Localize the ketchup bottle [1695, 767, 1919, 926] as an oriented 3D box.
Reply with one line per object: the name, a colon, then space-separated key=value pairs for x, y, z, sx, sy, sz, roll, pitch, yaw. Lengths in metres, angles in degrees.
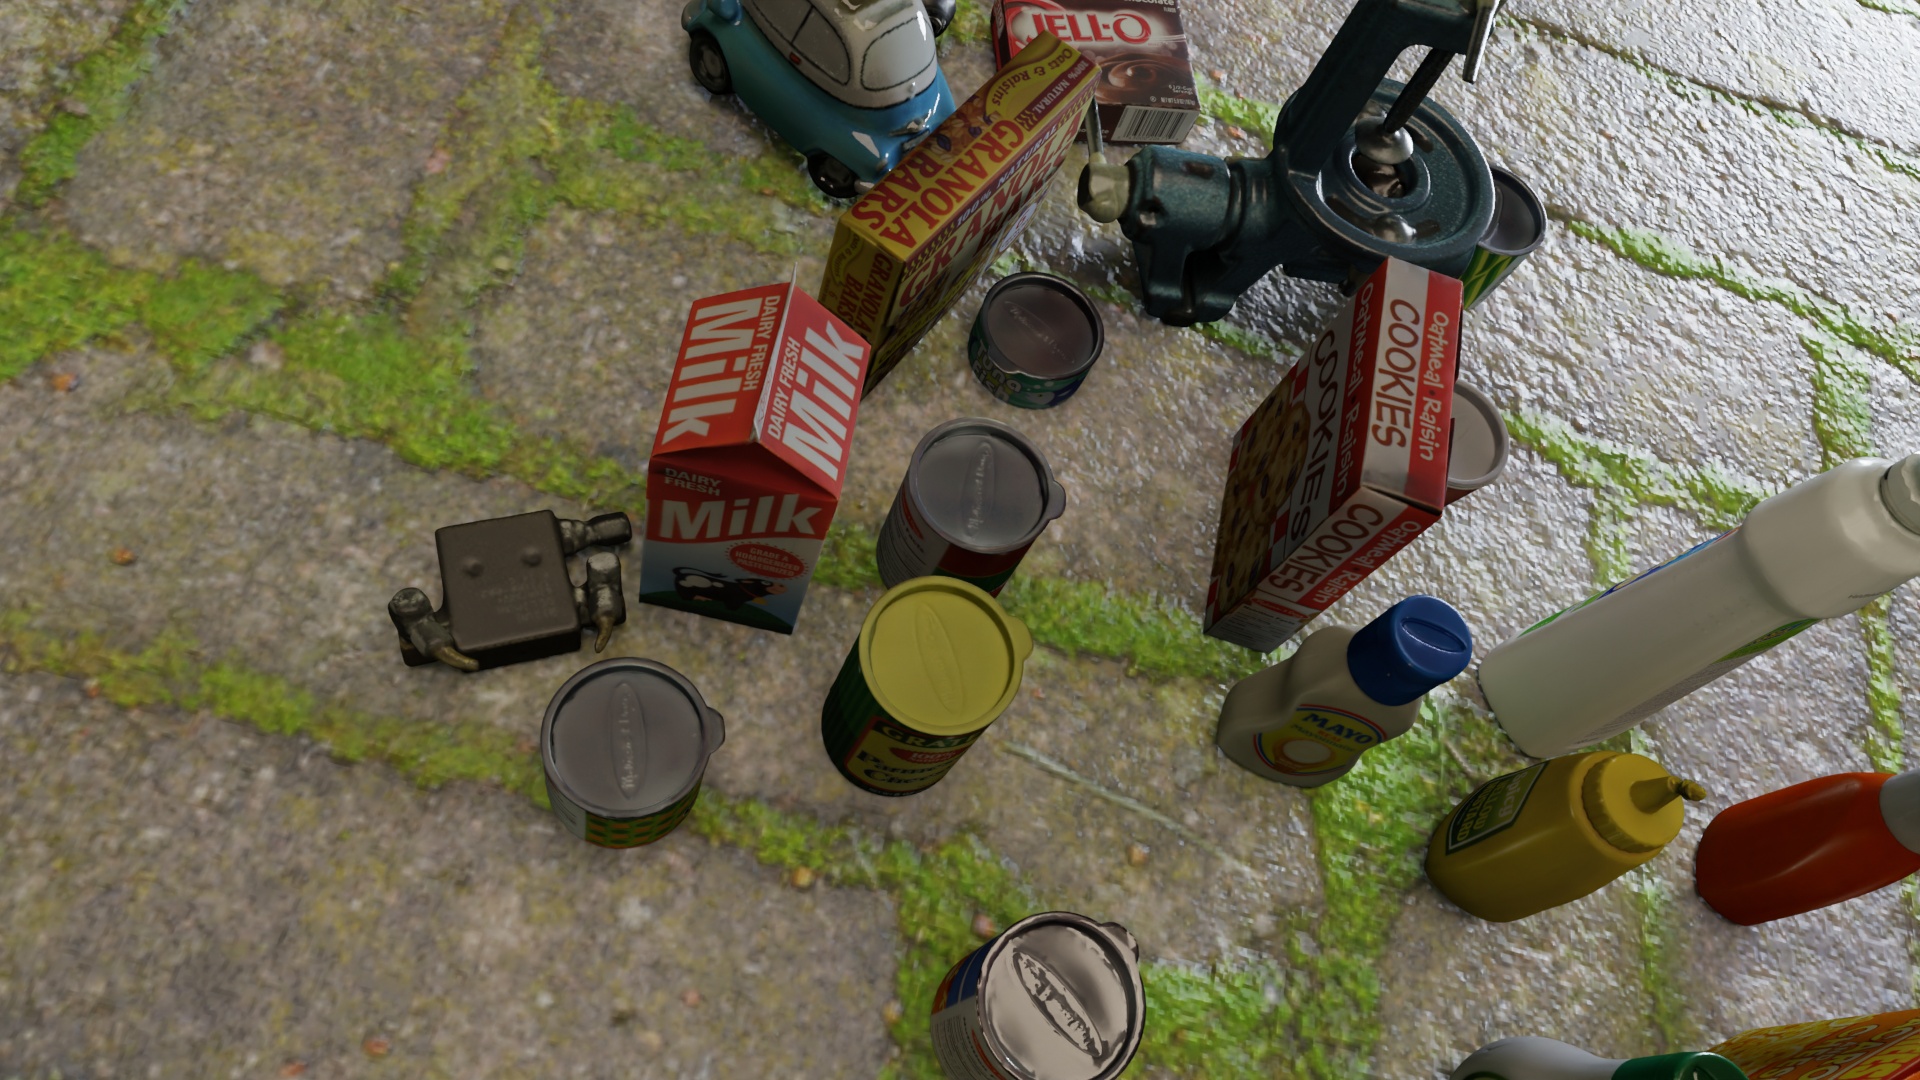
ketchup bottle: x=0.410 y=0.136 z=0.643 sx=0.043 sy=0.148 sz=0.065 roll=36 pitch=62 yaw=3

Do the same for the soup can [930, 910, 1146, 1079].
soup can: x=0.030 y=0.187 z=0.553 sx=0.071 sy=0.083 sz=0.071 roll=6 pitch=64 yaw=-12

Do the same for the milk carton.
milk carton: x=-0.086 y=-0.032 z=0.566 sx=0.073 sy=0.189 sz=0.072 roll=13 pitch=63 yaw=-9

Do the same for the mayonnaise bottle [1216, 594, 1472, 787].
mayonnaise bottle: x=0.168 y=0.067 z=0.611 sx=0.065 sy=0.147 sz=0.041 roll=22 pitch=62 yaw=-4

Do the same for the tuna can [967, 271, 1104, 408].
tuna can: x=0.037 y=-0.102 z=0.722 sx=0.071 sy=0.032 sz=0.071 roll=6 pitch=64 yaw=-12

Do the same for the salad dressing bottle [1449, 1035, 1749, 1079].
salad dressing bottle: x=0.251 y=0.229 z=0.556 sx=0.044 sy=0.147 sz=0.064 roll=-20 pitch=72 yaw=-22

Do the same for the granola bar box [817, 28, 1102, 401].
granola bar box: x=-0.005 y=-0.158 z=0.686 sx=0.039 sy=0.123 sz=0.166 roll=38 pitch=62 yaw=4

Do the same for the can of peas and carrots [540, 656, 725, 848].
can of peas and carrots: x=-0.135 y=0.088 z=0.571 sx=0.071 sy=0.058 sz=0.071 roll=6 pitch=64 yaw=-12

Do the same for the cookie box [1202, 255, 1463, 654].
cookie box: x=0.171 y=-0.034 z=0.649 sx=0.040 sy=0.166 sz=0.123 roll=18 pitch=62 yaw=-6

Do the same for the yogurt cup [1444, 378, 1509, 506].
yogurt cup: x=0.248 y=-0.047 z=0.740 sx=0.072 sy=0.053 sz=0.072 roll=6 pitch=64 yaw=-12

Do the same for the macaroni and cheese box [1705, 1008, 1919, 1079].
macaroni and cheese box: x=0.349 y=0.232 z=0.570 sx=0.124 sy=0.165 sz=0.040 roll=-14 pitch=70 yaw=-21

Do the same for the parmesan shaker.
parmesan shaker: x=-0.016 y=0.065 z=0.588 sx=0.071 sy=0.102 sz=0.071 roll=6 pitch=64 yaw=-12

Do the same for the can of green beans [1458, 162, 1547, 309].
can of green beans: x=0.297 y=-0.178 z=0.814 sx=0.071 sy=0.057 sz=0.071 roll=6 pitch=64 yaw=-12

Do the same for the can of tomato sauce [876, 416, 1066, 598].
can of tomato sauce: x=0.002 y=-0.008 z=0.639 sx=0.071 sy=0.082 sz=0.071 roll=6 pitch=64 yaw=-12

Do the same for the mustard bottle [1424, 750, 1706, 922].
mustard bottle: x=0.264 y=0.123 z=0.603 sx=0.049 sy=0.159 sz=0.065 roll=39 pitch=62 yaw=5
